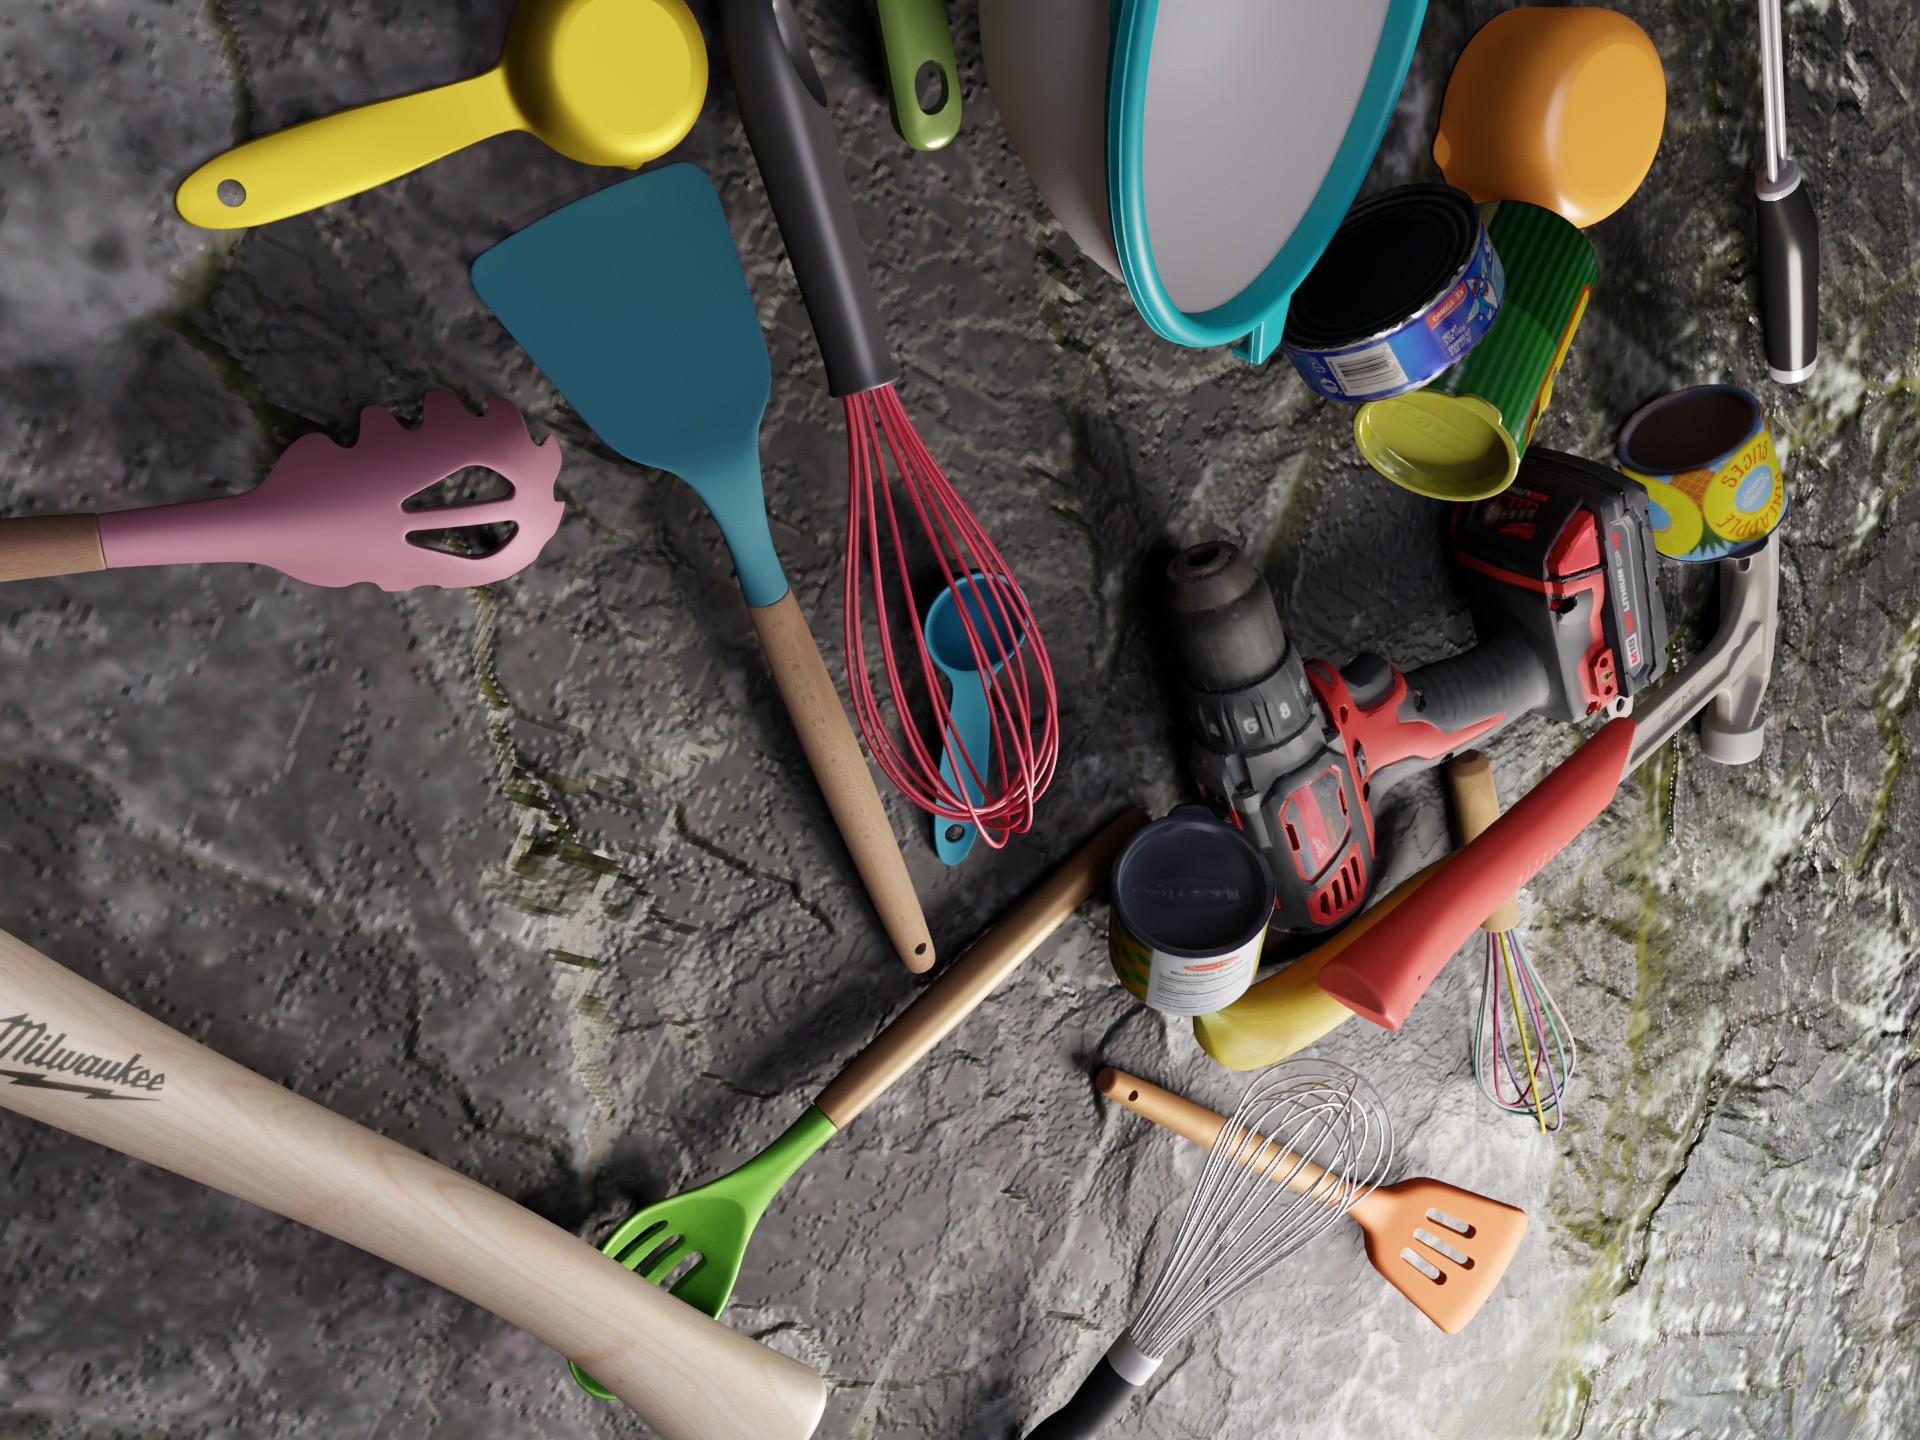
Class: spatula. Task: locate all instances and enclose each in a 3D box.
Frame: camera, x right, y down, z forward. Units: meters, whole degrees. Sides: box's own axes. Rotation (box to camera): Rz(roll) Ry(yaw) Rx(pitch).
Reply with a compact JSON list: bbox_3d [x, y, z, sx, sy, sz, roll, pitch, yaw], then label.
[{"bbox_3d":[-0.063,-0.028,0.559,0.082,0.044,0.317,-33,127,-19],"label":"spatula"},{"bbox_3d":[0.179,0.234,0.804,0.322,0.041,0.081,33,90,-36],"label":"spatula"}]

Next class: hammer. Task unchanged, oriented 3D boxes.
[{"bbox_3d":[-0.188,0.142,0.510,0.410,0.038,0.146,42,82,-31],"label":"hammer"},{"bbox_3d":[0.296,0.028,0.769,0.359,0.037,0.149,-32,124,-30],"label":"hammer"}]

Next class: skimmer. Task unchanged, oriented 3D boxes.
[{"bbox_3d":[0.331,-0.293,0.704,0.127,0.090,0.362,-49,137,-11],"label":"skimmer"}]

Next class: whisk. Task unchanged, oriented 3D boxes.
[{"bbox_3d":[0.101,0.274,0.743,0.070,0.070,0.284,25,106,-37],"label":"whisk"},{"bbox_3d":[-0.026,-0.091,0.523,0.073,0.073,0.295,-25,110,-23],"label":"whisk"},{"bbox_3d":[0.283,0.119,0.831,0.047,0.051,0.244,-42,124,-38],"label":"whisk"}]

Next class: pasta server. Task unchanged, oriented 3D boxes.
[{"bbox_3d":[-0.259,-0.047,0.423,0.316,0.040,0.060,-10,113,-25],"label":"pasta server"}]

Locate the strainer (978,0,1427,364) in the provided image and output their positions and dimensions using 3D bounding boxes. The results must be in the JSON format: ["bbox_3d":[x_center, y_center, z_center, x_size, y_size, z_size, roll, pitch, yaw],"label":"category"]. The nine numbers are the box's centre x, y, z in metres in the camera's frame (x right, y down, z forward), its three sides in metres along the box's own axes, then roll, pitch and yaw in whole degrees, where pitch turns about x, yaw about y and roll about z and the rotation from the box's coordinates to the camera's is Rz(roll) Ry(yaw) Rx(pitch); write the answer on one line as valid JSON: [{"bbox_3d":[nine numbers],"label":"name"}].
[{"bbox_3d":[0.038,-0.233,0.447,0.340,0.095,0.211,1,112,-61],"label":"strainer"}]

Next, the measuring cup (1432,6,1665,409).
[{"bbox_3d":[0.256,-0.210,0.672,0.095,0.052,0.173,-27,119,-22],"label":"measuring cup"}]

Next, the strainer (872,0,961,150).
[{"bbox_3d":[-0.041,-0.292,0.452,0.151,0.069,0.256,-30,138,-16],"label":"strainer"}]

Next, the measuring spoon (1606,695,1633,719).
[{"bbox_3d":[0.324,-0.040,0.810,0.034,0.018,0.124,-45,133,-13],"label":"measuring spoon"}]

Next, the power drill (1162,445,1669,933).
[{"bbox_3d":[0.191,-0.034,0.688,0.226,0.080,0.187,-33,123,-14],"label":"power drill"}]

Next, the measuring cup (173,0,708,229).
[{"bbox_3d":[-0.141,-0.169,0.446,0.156,0.029,0.062,-30,122,-22],"label":"measuring cup"}]

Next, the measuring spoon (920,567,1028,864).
[{"bbox_3d":[-0.001,-0.002,0.615,0.042,0.021,0.128,-6,121,-20],"label":"measuring spoon"}]

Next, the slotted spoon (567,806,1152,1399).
[{"bbox_3d":[-0.034,0.142,0.640,0.314,0.031,0.070,-42,124,-15],"label":"slotted spoon"}]
